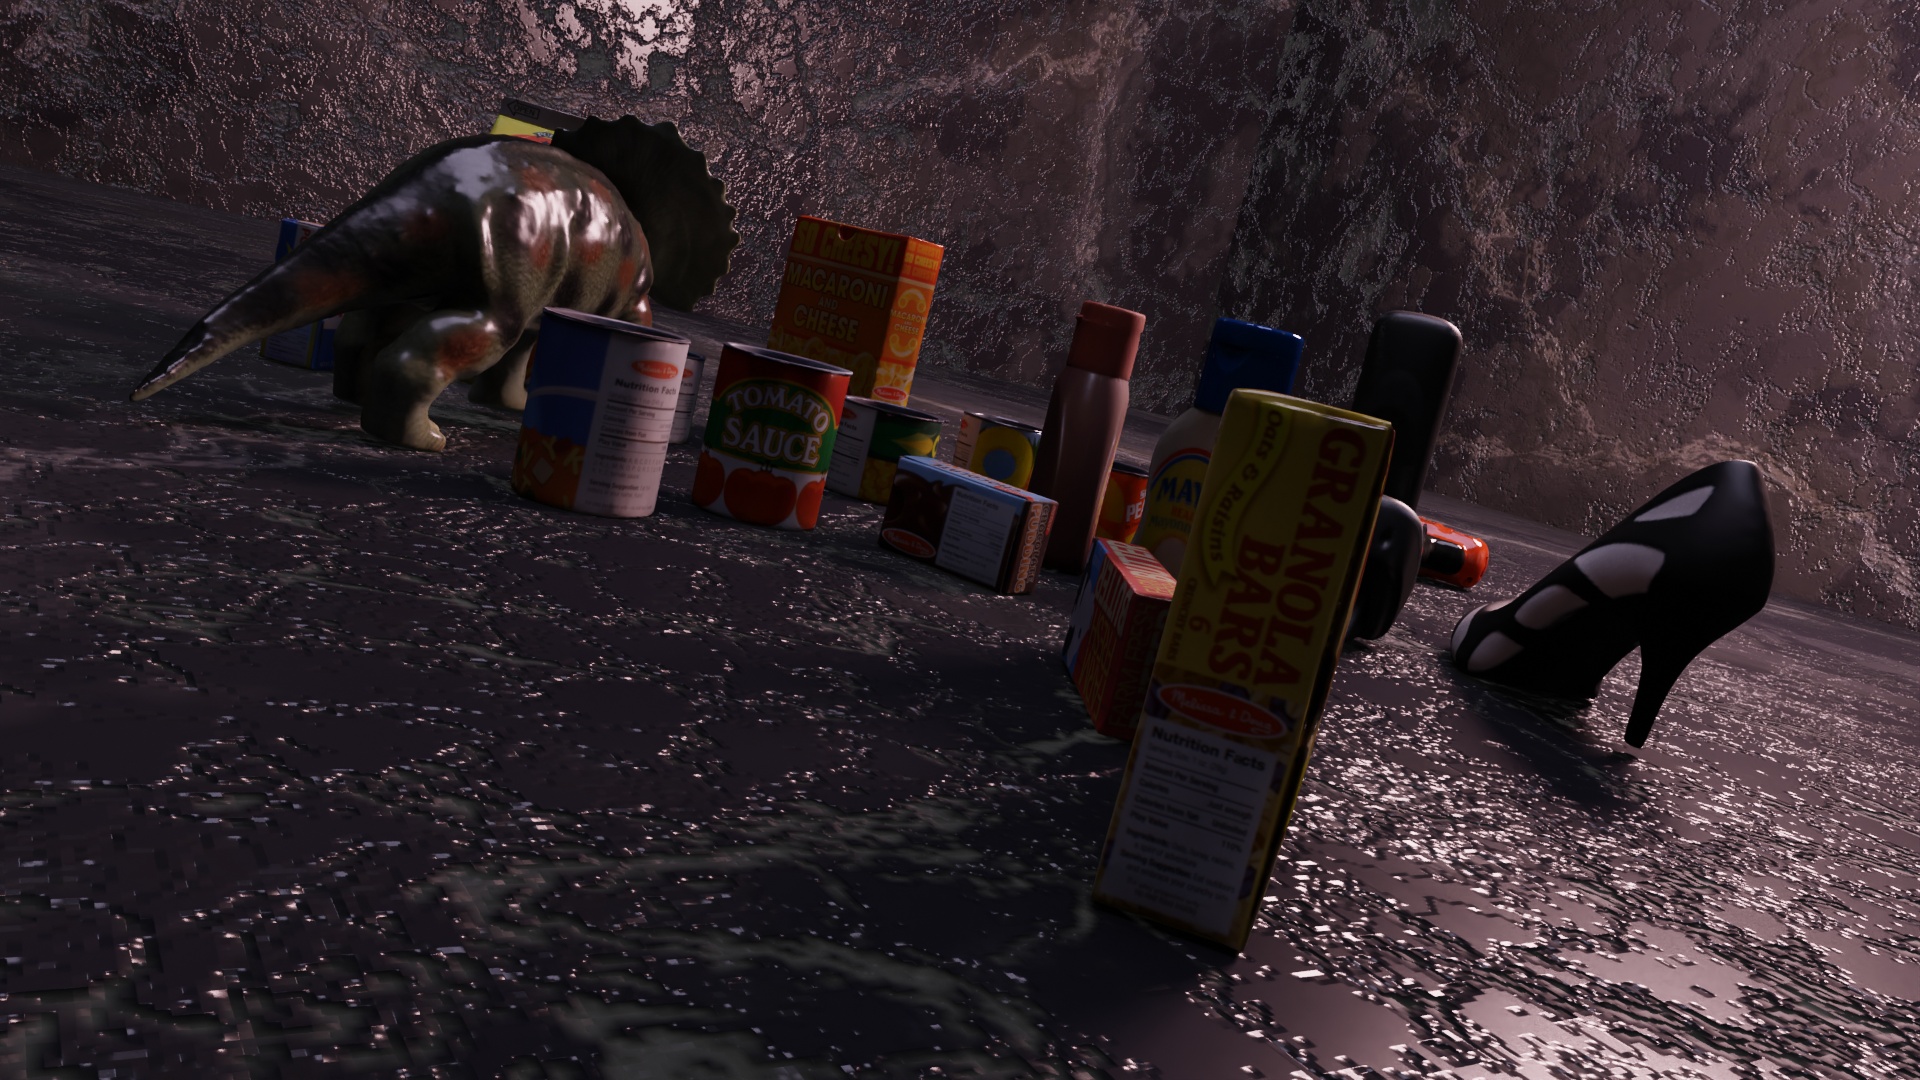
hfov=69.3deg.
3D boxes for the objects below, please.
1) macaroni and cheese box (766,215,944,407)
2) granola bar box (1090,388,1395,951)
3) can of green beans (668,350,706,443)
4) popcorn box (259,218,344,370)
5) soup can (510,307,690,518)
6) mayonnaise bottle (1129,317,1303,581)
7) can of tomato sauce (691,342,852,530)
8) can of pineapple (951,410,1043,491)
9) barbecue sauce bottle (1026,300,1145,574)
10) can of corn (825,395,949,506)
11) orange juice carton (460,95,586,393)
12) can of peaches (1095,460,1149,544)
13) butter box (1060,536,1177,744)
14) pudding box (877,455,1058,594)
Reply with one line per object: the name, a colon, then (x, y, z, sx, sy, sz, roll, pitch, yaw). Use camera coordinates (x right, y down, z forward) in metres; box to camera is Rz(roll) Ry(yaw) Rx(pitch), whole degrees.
macaroni and cheese box: (-0.084, -0.137, 0.977, 0.040, 0.166, 0.124, 5, 12, -46)
granola bar box: (0.085, 0.023, 0.383, 0.039, 0.124, 0.166, 16, 9, 15)
can of green beans: (-0.204, -0.098, 0.903, 0.071, 0.057, 0.071, 14, 9, -2)
popcorn box: (-0.379, -0.151, 0.874, 0.038, 0.085, 0.127, 15, 9, 6)
soup can: (-0.167, -0.059, 0.635, 0.071, 0.083, 0.071, 14, 9, -2)
mayonnaise bottle: (0.102, -0.015, 0.566, 0.065, 0.147, 0.041, 21, 11, 39)
can of tomato sauce: (-0.096, -0.053, 0.705, 0.071, 0.083, 0.071, 14, 9, -2)
can of pineapple: (0.030, -0.059, 1.019, 0.071, 0.057, 0.071, 14, 9, -2)
barbecue sauce bottle: (0.068, -0.059, 0.784, 0.044, 0.148, 0.065, 13, 8, -7)
can of corn: (-0.047, -0.055, 0.877, 0.071, 0.058, 0.071, 14, 9, -2)
orange juice carton: (-0.296, -0.199, 0.952, 0.072, 0.192, 0.073, 13, 8, -8)
can of peaches: (0.084, -0.021, 0.864, 0.071, 0.058, 0.071, 14, 9, -2)
butter box: (0.060, 0.034, 0.505, 0.024, 0.053, 0.103, 13, 9, -5)
pudding box: (0.002, -0.009, 0.691, 0.084, 0.049, 0.030, 20, 10, 35)
